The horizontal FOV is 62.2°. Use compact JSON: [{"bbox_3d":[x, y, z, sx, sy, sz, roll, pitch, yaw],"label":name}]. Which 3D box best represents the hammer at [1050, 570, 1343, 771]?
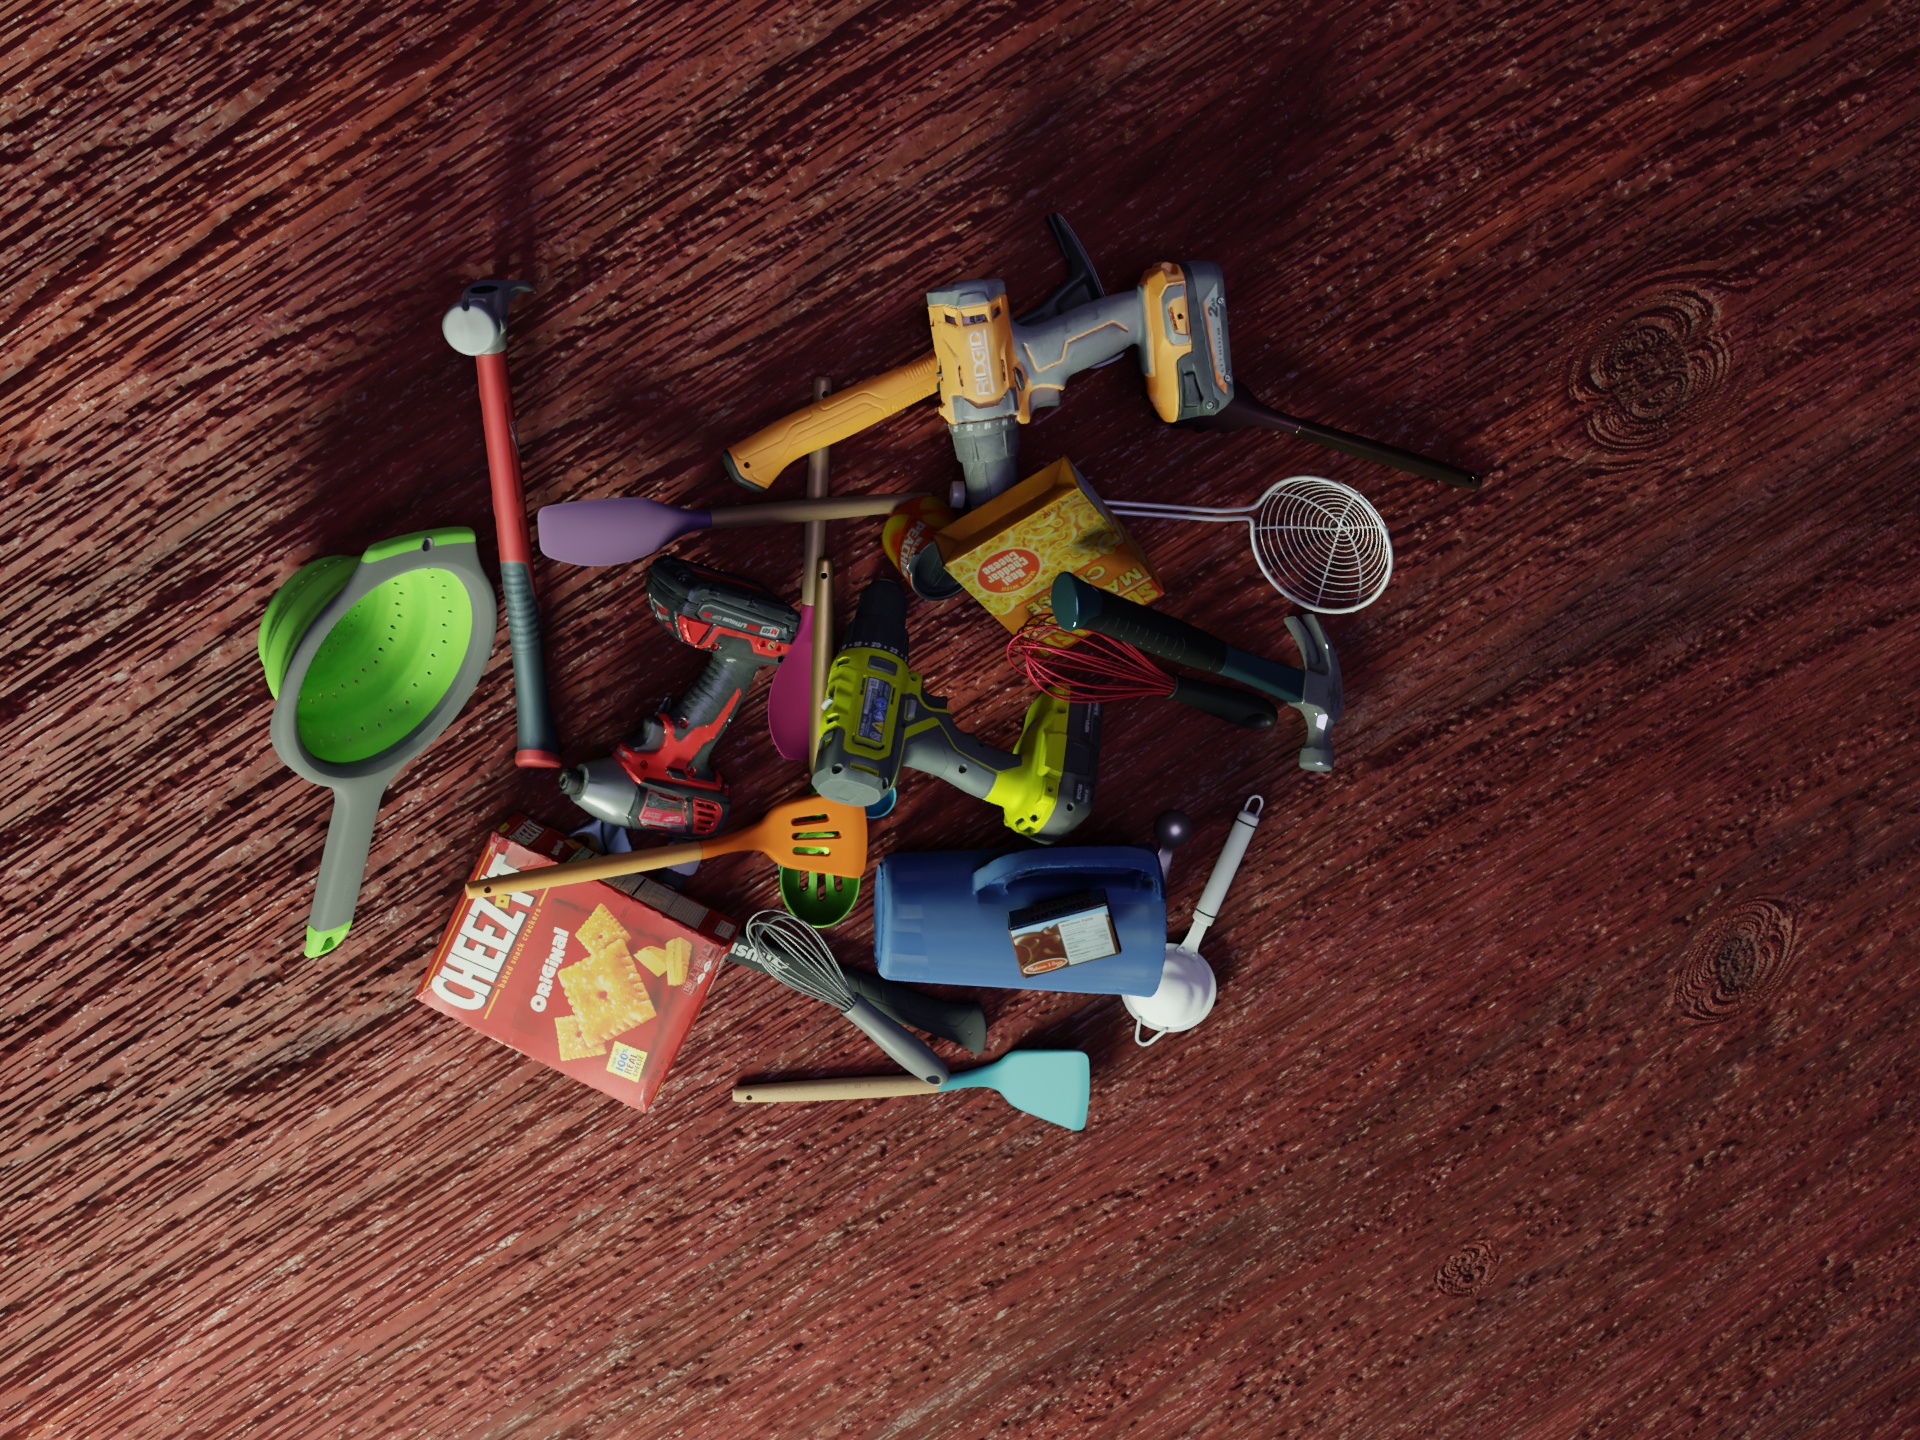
[{"bbox_3d":[0.203,-0.055,1.309,0.330,0.033,0.128,17,76,-36],"label":"hammer"}]

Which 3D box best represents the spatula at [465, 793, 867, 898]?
[{"bbox_3d":[-0.229,0.110,1.274,0.322,0.041,0.081,-8,107,-27],"label":"spatula"}]

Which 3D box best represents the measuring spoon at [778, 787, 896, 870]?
[{"bbox_3d":[-0.108,0.088,1.373,0.128,0.021,0.042,-40,100,11],"label":"measuring spoon"}]

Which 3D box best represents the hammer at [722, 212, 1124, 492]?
[{"bbox_3d":[-0.038,-0.279,1.269,0.337,0.034,0.127,-27,107,-7],"label":"hammer"}]

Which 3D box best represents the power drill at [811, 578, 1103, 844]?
[{"bbox_3d":[-0.002,-0.004,1.309,0.228,0.080,0.191,18,63,-18],"label":"power drill"}]

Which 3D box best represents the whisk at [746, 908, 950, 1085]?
[{"bbox_3d":[-0.091,0.240,1.361,0.055,0.055,0.238,-45,111,3],"label":"whisk"}]

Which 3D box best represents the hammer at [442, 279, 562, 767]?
[{"bbox_3d":[-0.345,-0.144,1.242,0.038,0.143,0.386,0,115,-2],"label":"hammer"}]

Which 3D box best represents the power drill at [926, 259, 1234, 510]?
[{"bbox_3d":[0.094,-0.262,1.247,0.226,0.084,0.185,-10,105,-6],"label":"power drill"}]

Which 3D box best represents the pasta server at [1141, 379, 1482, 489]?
[{"bbox_3d":[0.306,-0.244,1.355,0.316,0.040,0.060,13,101,-17],"label":"pasta server"}]

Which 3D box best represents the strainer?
[{"bbox_3d":[0.216,0.185,1.439,0.087,0.050,0.258,23,96,0],"label":"strainer"}]

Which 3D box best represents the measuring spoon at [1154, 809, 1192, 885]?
[{"bbox_3d":[0.180,0.141,1.431,0.034,0.018,0.124,13,102,-13],"label":"measuring spoon"}]

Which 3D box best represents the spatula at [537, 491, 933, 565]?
[{"bbox_3d":[-0.174,-0.161,1.266,0.316,0.018,0.059,-8,128,-16],"label":"spatula"}]

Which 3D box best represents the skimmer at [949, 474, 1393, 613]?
[{"bbox_3d":[0.173,-0.156,1.319,0.363,0.090,0.127,3,135,-8],"label":"skimmer"}]

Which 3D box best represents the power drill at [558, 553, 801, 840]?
[{"bbox_3d":[-0.227,-0.012,1.275,0.143,0.079,0.219,14,104,-39],"label":"power drill"}]

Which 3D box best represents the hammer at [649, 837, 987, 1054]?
[{"bbox_3d":[-0.127,0.227,1.392,0.334,0.035,0.146,23,98,-14],"label":"hammer"}]

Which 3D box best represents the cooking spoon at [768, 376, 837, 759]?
[{"bbox_3d":[-0.122,-0.122,1.314,0.068,0.017,0.318,-1,104,-22],"label":"cooking spoon"}]

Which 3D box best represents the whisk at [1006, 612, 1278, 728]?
[{"bbox_3d":[0.159,-0.034,1.332,0.295,0.073,0.073,15,102,-34],"label":"whisk"}]

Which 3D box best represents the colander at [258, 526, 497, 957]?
[{"bbox_3d":[-0.489,0.010,1.244,0.094,0.204,0.397,31,116,18],"label":"colander"}]

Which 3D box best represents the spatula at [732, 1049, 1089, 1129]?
[{"bbox_3d":[-0.044,0.331,1.427,0.317,0.044,0.082,-1,110,-8],"label":"spatula"}]

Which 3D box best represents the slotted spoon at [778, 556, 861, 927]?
[{"bbox_3d":[-0.115,0.020,1.331,0.070,0.031,0.313,2,103,0],"label":"slotted spoon"}]
